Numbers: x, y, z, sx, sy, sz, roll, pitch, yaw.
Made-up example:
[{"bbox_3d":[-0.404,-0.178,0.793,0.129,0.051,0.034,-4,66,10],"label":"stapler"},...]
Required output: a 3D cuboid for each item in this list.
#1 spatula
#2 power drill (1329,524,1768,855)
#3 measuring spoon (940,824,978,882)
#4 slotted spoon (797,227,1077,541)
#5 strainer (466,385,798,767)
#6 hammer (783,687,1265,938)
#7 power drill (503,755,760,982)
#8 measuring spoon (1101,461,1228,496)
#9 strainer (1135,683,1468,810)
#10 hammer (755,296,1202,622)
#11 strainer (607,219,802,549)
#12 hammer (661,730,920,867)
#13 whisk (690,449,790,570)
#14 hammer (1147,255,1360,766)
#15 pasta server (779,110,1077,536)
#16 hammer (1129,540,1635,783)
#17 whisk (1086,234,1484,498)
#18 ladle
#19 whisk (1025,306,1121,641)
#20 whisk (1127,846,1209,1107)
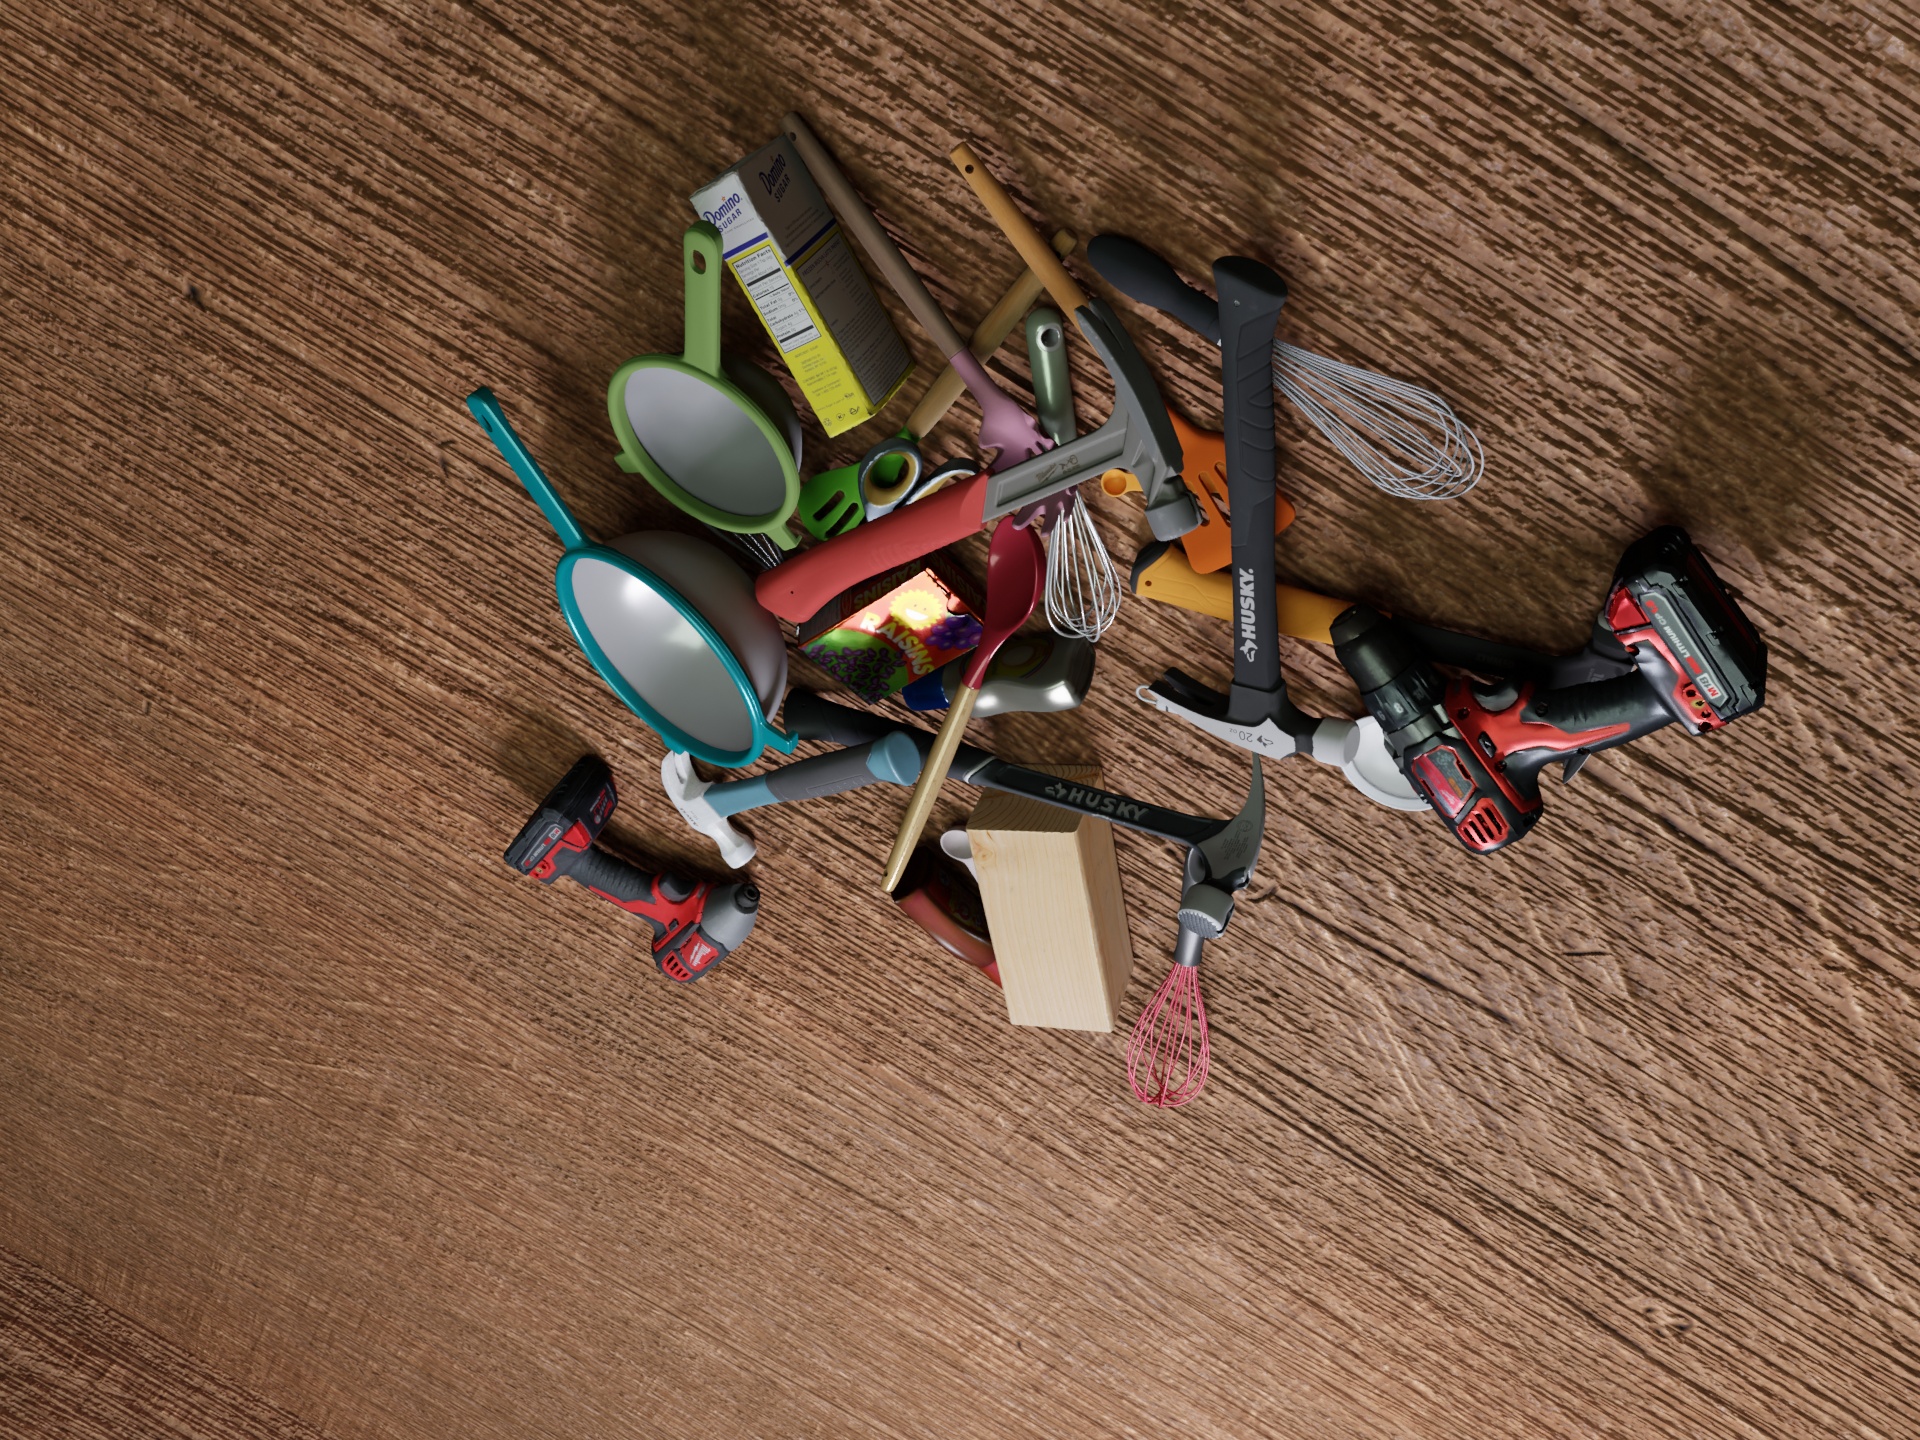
[{"bbox_3d":[0.097,-0.234,1.022,0.081,0.041,0.322,-31,115,27],"label":"spatula"},{"bbox_3d":[0.363,-0.033,1.008,0.226,0.080,0.188,-34,95,36],"label":"power drill"},{"bbox_3d":[0.025,0.131,1.350,0.034,0.018,0.124,-18,123,31],"label":"measuring spoon"},{"bbox_3d":[-0.019,-0.220,1.100,0.070,0.031,0.313,30,129,-19],"label":"slotted spoon"},{"bbox_3d":[-0.237,-0.121,1.203,0.211,0.095,0.340,-2,126,53],"label":"strainer"},{"bbox_3d":[0.036,0.038,1.208,0.409,0.149,0.036,16,151,26],"label":"hammer"},{"bbox_3d":[-0.288,0.140,1.442,0.219,0.079,0.143,39,130,-12],"label":"power drill"},{"bbox_3d":[0.154,-0.165,1.083,0.117,0.011,0.021,-1,109,18],"label":"measuring spoon"},{"bbox_3d":[0.250,0.008,1.150,0.258,0.050,0.086,15,136,18],"label":"strainer"},{"bbox_3d":[-0.014,-0.144,1.058,0.359,0.037,0.149,-17,105,41],"label":"hammer"},{"bbox_3d":[-0.157,-0.236,1.054,0.151,0.069,0.256,26,146,10],"label":"strainer"},{"bbox_3d":[-0.138,0.052,1.280,0.331,0.033,0.128,-15,120,51],"label":"hammer"},{"bbox_3d":[-0.137,-0.118,1.214,0.055,0.055,0.238,-21,119,32],"label":"whisk"},{"bbox_3d":[0.181,-0.127,1.013,0.146,0.035,0.334,16,129,34],"label":"hammer"},{"bbox_3d":[-0.021,-0.259,1.036,0.060,0.040,0.316,-30,100,43],"label":"pasta server"},{"bbox_3d":[0.280,-0.056,1.094,0.337,0.034,0.127,16,128,11],"label":"hammer"},{"bbox_3d":[0.201,-0.224,0.993,0.284,0.070,0.070,33,130,2],"label":"whisk"},{"bbox_3d":[-0.002,-0.004,1.156,0.031,0.069,0.315,6,119,-33],"label":"ladle"},{"bbox_3d":[0.072,-0.163,1.094,0.058,0.059,0.246,-17,120,-11],"label":"whisk"},{"bbox_3d":[0.184,0.212,1.317,0.073,0.073,0.295,13,122,13],"label":"whisk"}]
